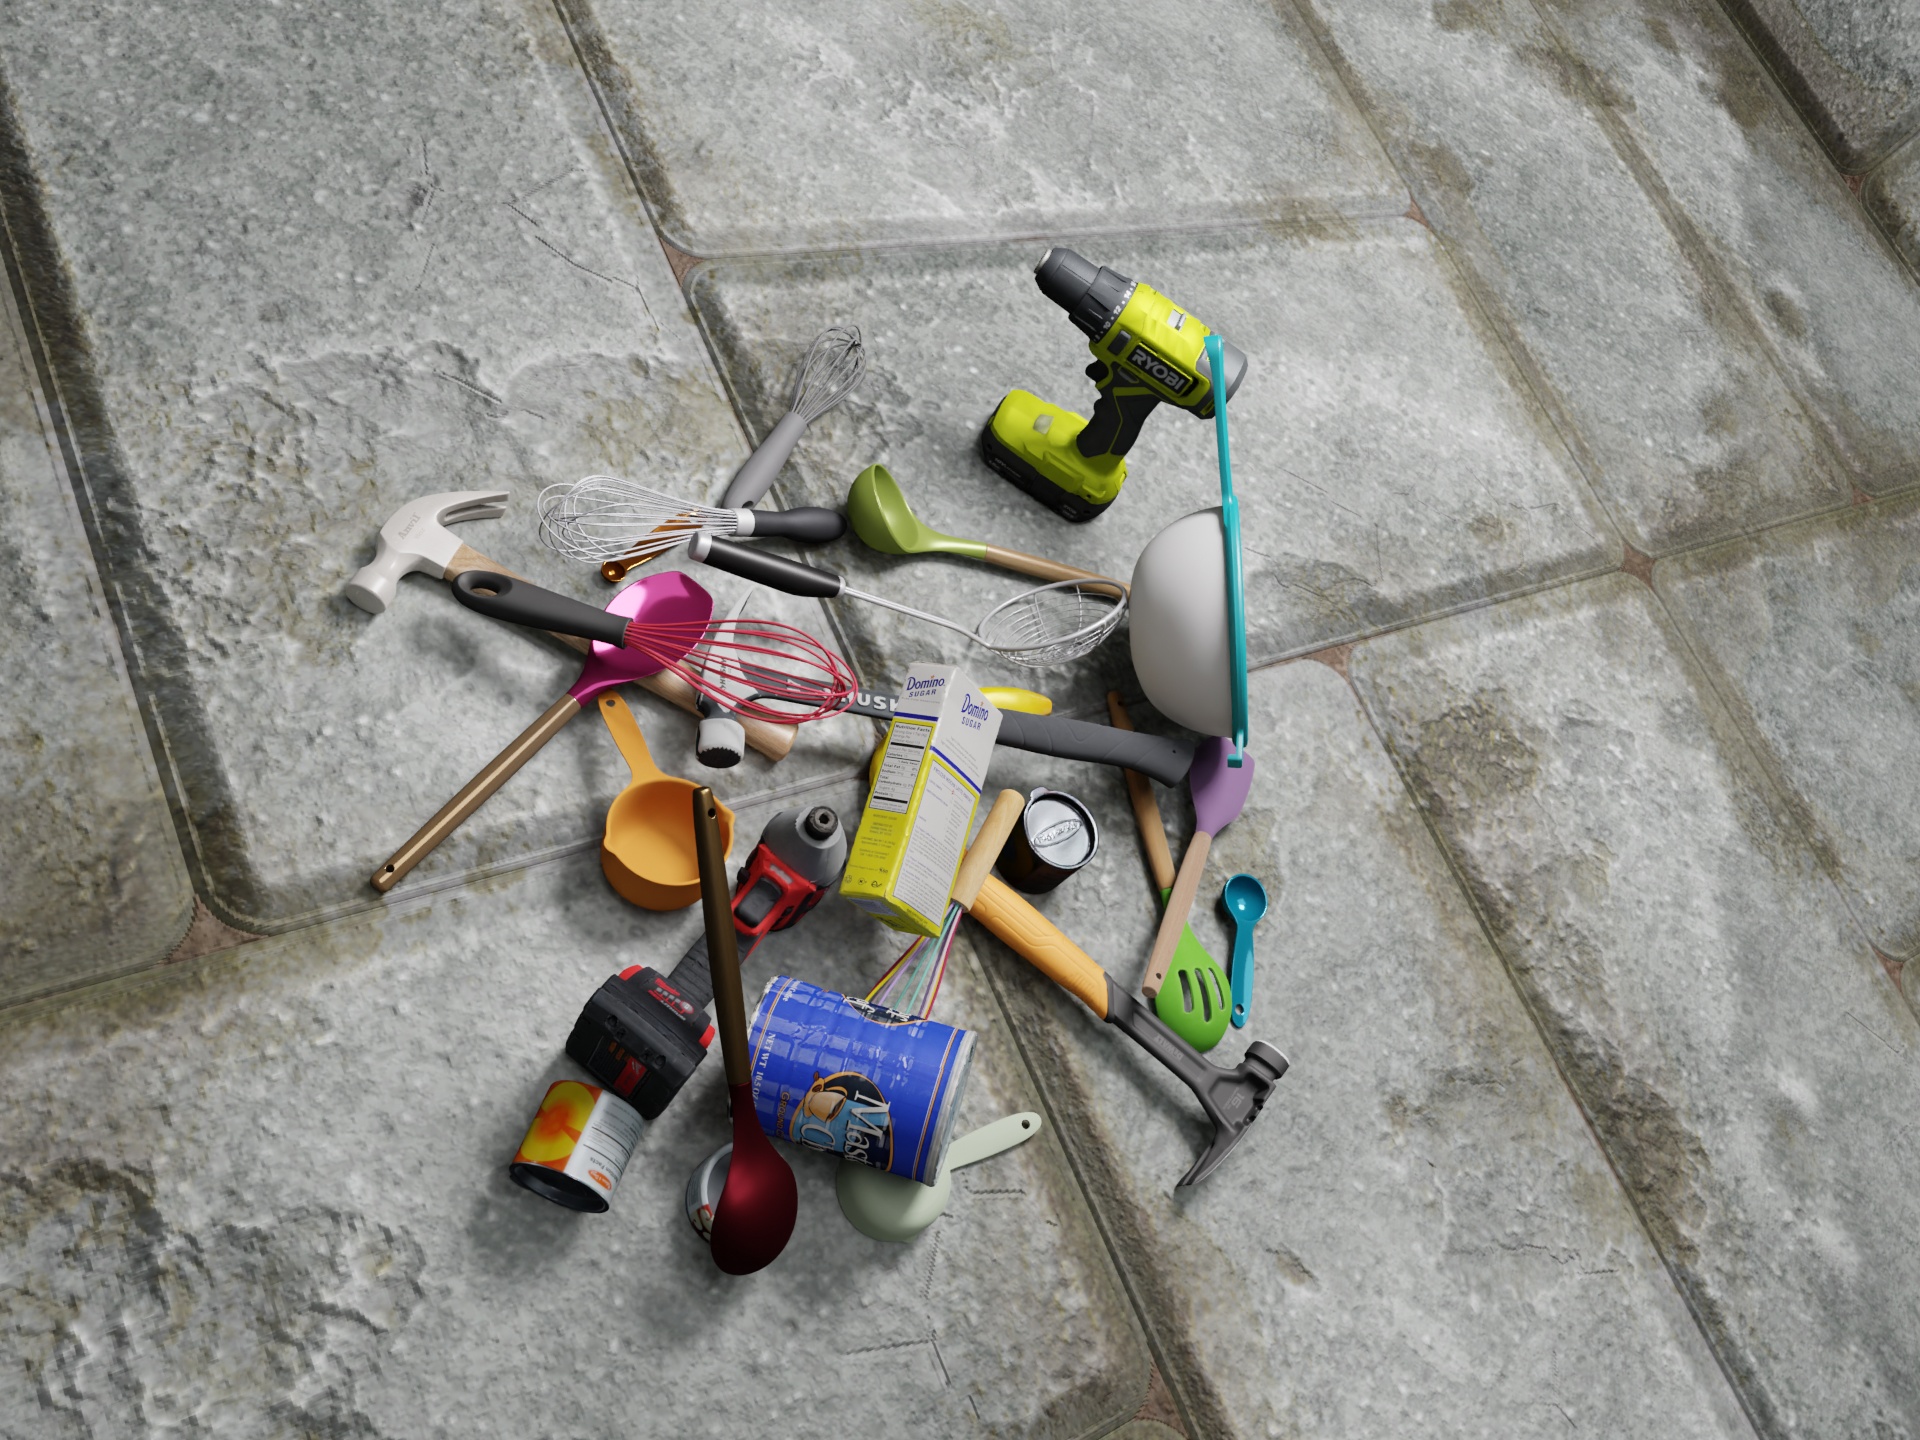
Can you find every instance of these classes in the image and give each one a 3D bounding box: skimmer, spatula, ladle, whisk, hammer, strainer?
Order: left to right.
[{"bbox_3d":[-0.270,-0.064,1.177,0.331,0.031,0.130,29,55,-11],"label":"hammer"},{"bbox_3d":[-0.215,-0.056,1.117,0.296,0.073,0.073,16,56,1],"label":"whisk"},{"bbox_3d":[-0.198,-0.154,1.228,0.284,0.070,0.070,-6,66,-45],"label":"whisk"},{"bbox_3d":[-0.137,0.194,0.966,0.069,0.031,0.315,-17,105,-46],"label":"ladle"},{"bbox_3d":[-0.140,-0.252,1.339,0.055,0.055,0.239,33,57,-8],"label":"whisk"},{"bbox_3d":[-0.035,-0.116,1.261,0.363,0.127,0.090,15,100,-28],"label":"skimmer"},{"bbox_3d":[-0.015,0.151,1.158,0.047,0.051,0.245,28,65,3],"label":"whisk"},{"bbox_3d":[-0.002,-0.004,1.232,0.408,0.036,0.149,10,57,-20],"label":"hammer"},{"bbox_3d":[0.049,-0.147,1.373,0.320,0.062,0.078,14,47,-24],"label":"ladle"},{"bbox_3d":[0.087,0.200,1.205,0.337,0.034,0.127,41,68,2],"label":"hammer"},{"bbox_3d":[0.182,-0.140,1.305,0.095,0.340,0.211,-4,20,10],"label":"strainer"},{"bbox_3d":[0.190,0.110,1.294,0.059,0.018,0.316,35,41,-5],"label":"spatula"}]

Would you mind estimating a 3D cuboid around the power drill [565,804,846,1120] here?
[{"bbox_3d":[-0.155,0.147,1.053,0.078,0.143,0.220,39,55,1],"label":"power drill"}]

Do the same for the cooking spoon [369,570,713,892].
[{"bbox_3d":[-0.289,0.003,1.111,0.069,0.017,0.319,39,61,4],"label":"cooking spoon"}]

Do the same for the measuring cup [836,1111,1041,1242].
[{"bbox_3d":[-0.006,0.303,1.106,0.167,0.038,0.083,-15,72,-30],"label":"measuring cup"}]

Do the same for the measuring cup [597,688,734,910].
[{"bbox_3d":[-0.225,0.057,1.126,0.095,0.052,0.174,-13,58,-31],"label":"measuring cup"}]

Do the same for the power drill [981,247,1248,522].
[{"bbox_3d":[0.111,-0.289,1.372,0.190,0.228,0.080,32,54,-8],"label":"power drill"}]

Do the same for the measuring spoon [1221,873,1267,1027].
[{"bbox_3d":[0.228,0.190,1.308,0.042,0.021,0.129,16,67,-20],"label":"measuring spoon"}]

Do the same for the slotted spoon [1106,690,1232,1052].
[{"bbox_3d":[0.163,0.115,1.305,0.070,0.031,0.314,-1,63,-24],"label":"slotted spoon"}]

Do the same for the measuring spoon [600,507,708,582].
[{"bbox_3d":[-0.239,-0.138,1.248,0.021,0.011,0.117,45,49,3],"label":"measuring spoon"}]
